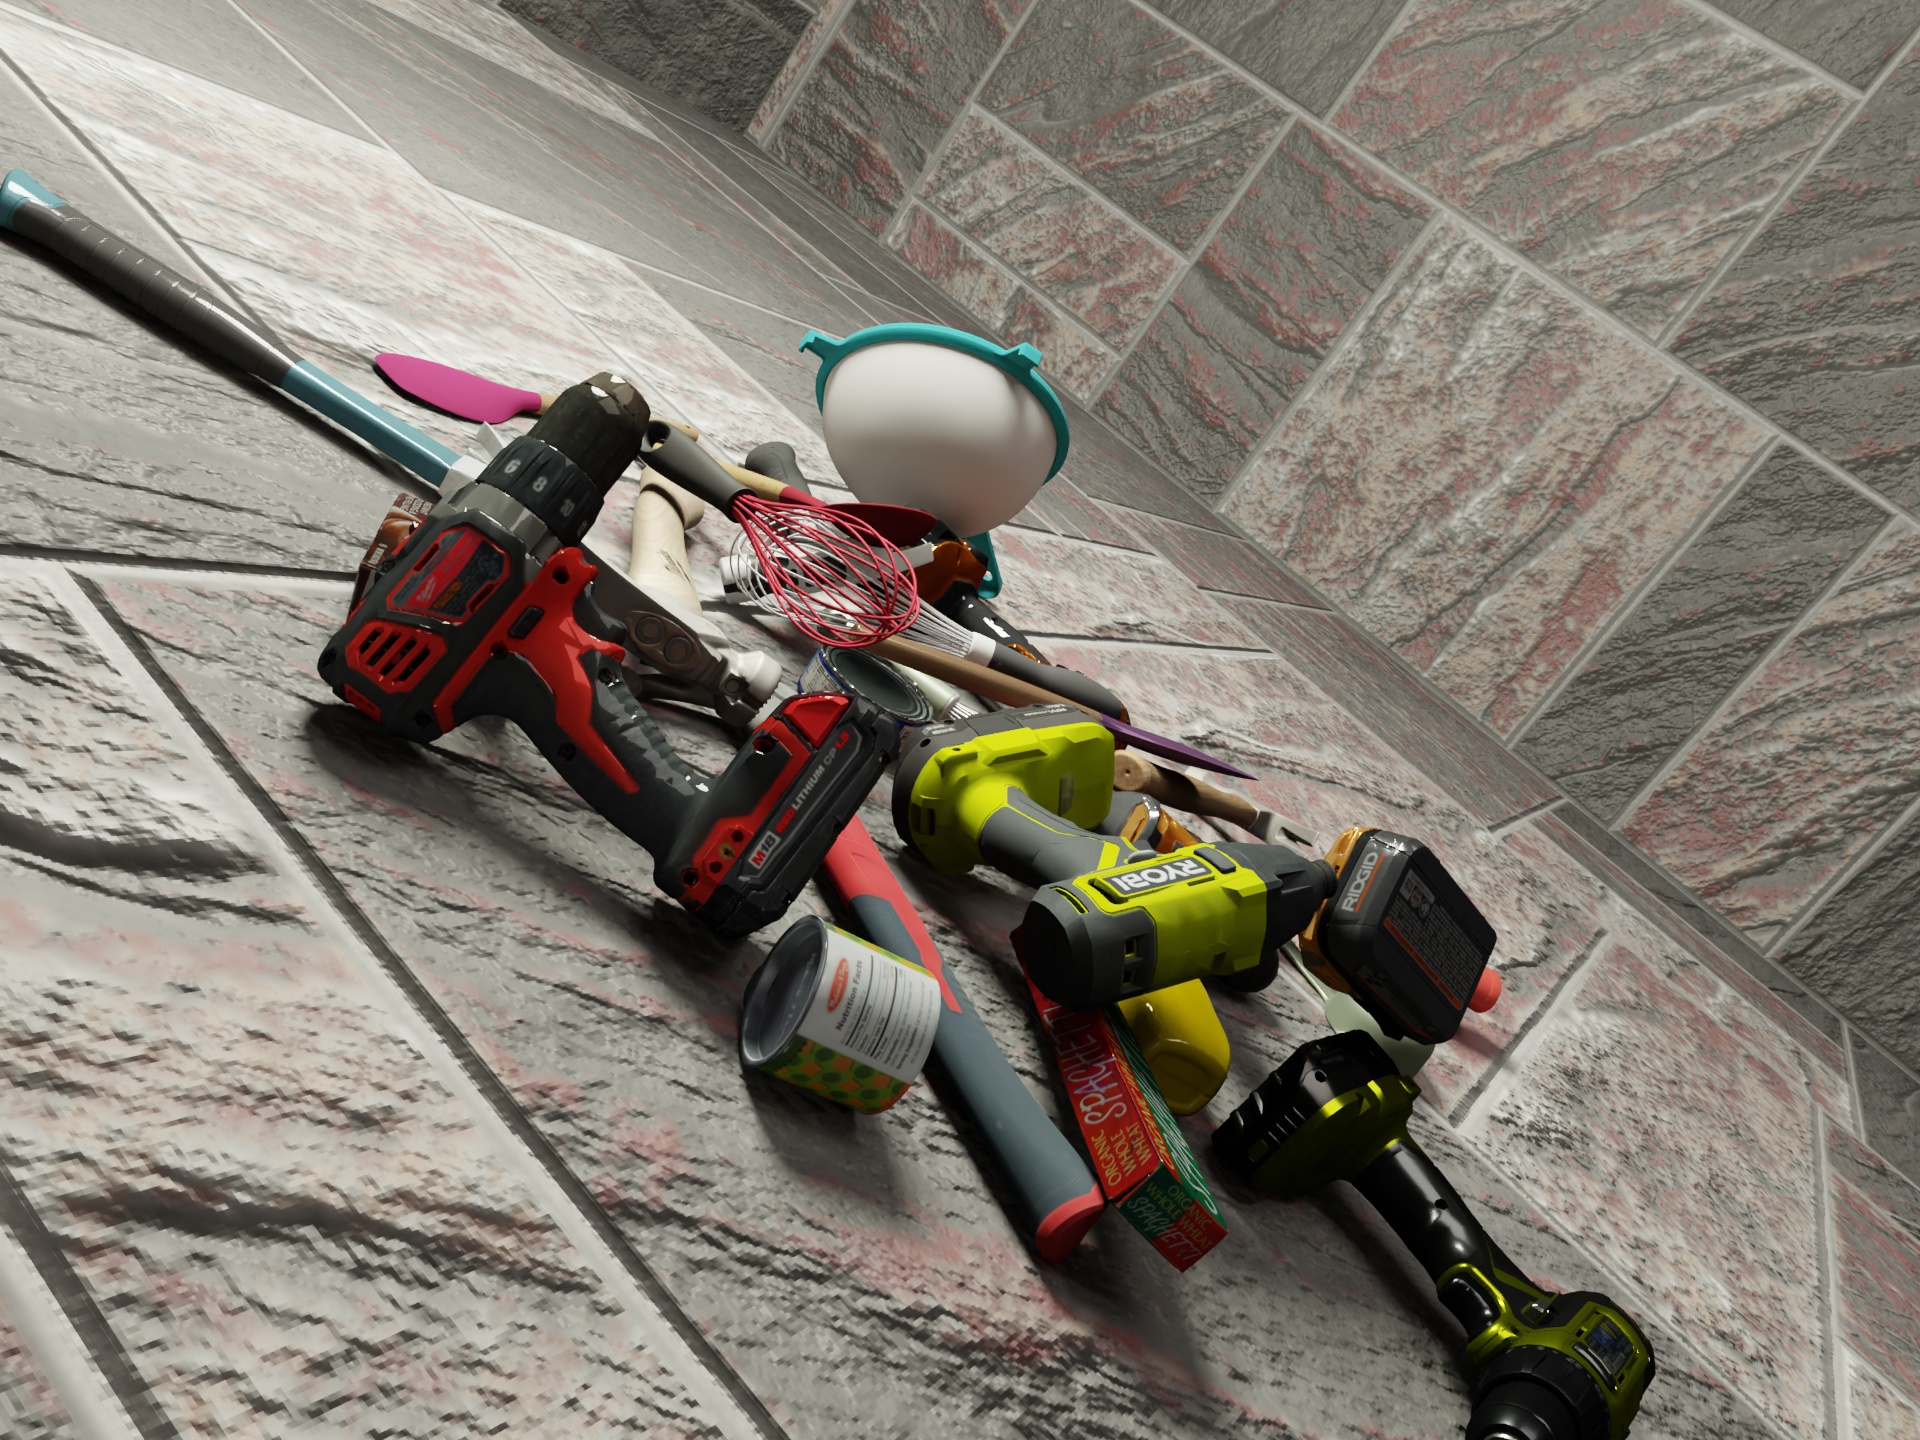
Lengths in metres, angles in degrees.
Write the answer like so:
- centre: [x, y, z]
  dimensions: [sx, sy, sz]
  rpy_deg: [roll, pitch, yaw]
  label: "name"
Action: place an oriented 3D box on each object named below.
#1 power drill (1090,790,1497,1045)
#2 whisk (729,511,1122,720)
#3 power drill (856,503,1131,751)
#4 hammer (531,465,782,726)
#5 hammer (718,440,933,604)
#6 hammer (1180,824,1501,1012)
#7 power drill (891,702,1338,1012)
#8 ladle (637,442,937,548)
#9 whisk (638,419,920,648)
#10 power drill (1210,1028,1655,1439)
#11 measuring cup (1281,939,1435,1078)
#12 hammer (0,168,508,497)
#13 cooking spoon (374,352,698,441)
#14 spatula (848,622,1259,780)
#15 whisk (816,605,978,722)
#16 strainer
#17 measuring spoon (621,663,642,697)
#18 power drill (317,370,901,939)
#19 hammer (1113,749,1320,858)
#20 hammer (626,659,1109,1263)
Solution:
- centre: [0.194, 0.122, 0.937]
  dimensions: [0.226, 0.084, 0.185]
  rpy_deg: [8, -30, 50]
  label: "power drill"
- centre: [-0.018, -0.057, 1.040]
  dimensions: [0.284, 0.070, 0.070]
  rpy_deg: [24, 21, -16]
  label: "whisk"
- centre: [0.025, -0.058, 1.184]
  dimensions: [0.227, 0.084, 0.164]
  rpy_deg: [45, 7, 17]
  label: "power drill"
- centre: [-0.185, -0.110, 0.940]
  dimensions: [0.146, 0.038, 0.411]
  rpy_deg: [37, 8, -19]
  label: "hammer"
- centre: [-0.119, -0.163, 1.206]
  dimensions: [0.146, 0.035, 0.335]
  rpy_deg: [-11, 24, -8]
  label: "hammer"
- centre: [0.277, 0.147, 1.190]
  dimensions: [0.358, 0.036, 0.149]
  rpy_deg: [26, 5, -31]
  label: "hammer"
- centre: [0.075, 0.067, 0.848]
  dimensions: [0.171, 0.080, 0.223]
  rpy_deg: [-10, 25, -27]
  label: "power drill"
- centre: [-0.137, -0.162, 1.104]
  dimensions: [0.316, 0.031, 0.069]
  rpy_deg: [23, 6, 40]
  label: "ladle"
- centre: [-0.122, -0.121, 0.956]
  dimensions: [0.073, 0.073, 0.296]
  rpy_deg: [16, 17, -47]
  label: "whisk"
- centre: [0.236, 0.270, 0.796]
  dimensions: [0.229, 0.080, 0.190]
  rpy_deg: [49, 21, 27]
  label: "power drill"
- centre: [0.273, 0.183, 1.135]
  dimensions: [0.083, 0.038, 0.168]
  rpy_deg: [17, 27, -46]
  label: "measuring cup"
- centre: [-0.390, -0.203, 0.899]
  dimensions: [0.331, 0.033, 0.128]
  rpy_deg: [33, 19, -11]
  label: "hammer"
- centre: [-0.293, -0.229, 1.161]
  dimensions: [0.069, 0.017, 0.318]
  rpy_deg: [44, 20, 20]
  label: "cooking spoon"
- centre: [0.064, -0.007, 1.018]
  dimensions: [0.315, 0.018, 0.060]
  rpy_deg: [19, -2, -31]
  label: "spatula"
- centre: [-0.002, -0.004, 1.103]
  dimensions: [0.246, 0.058, 0.059]
  rpy_deg: [37, -17, 10]
  label: "whisk"
- centre: [-0.013, -0.177, 1.318]
  dimensions: [0.211, 0.095, 0.340]
  rpy_deg: [7, -29, 16]
  label: "strainer"
- centre: [-0.222, -0.042, 0.843]
  dimensions: [0.124, 0.018, 0.034]
  rpy_deg: [33, 23, 14]
  label: "measuring spoon"
- centre: [-0.138, -0.030, 0.705]
  dimensions: [0.226, 0.188, 0.080]
  rpy_deg: [36, -18, -6]
  label: "power drill"
- centre: [0.177, 0.058, 1.166]
  dimensions: [0.130, 0.031, 0.331]
  rpy_deg: [29, 5, 26]
  label: "hammer"
- centre: [-0.047, 0.095, 0.775]
  dimensions: [0.143, 0.038, 0.387]
  rpy_deg: [18, 25, -41]
  label: "hammer"
